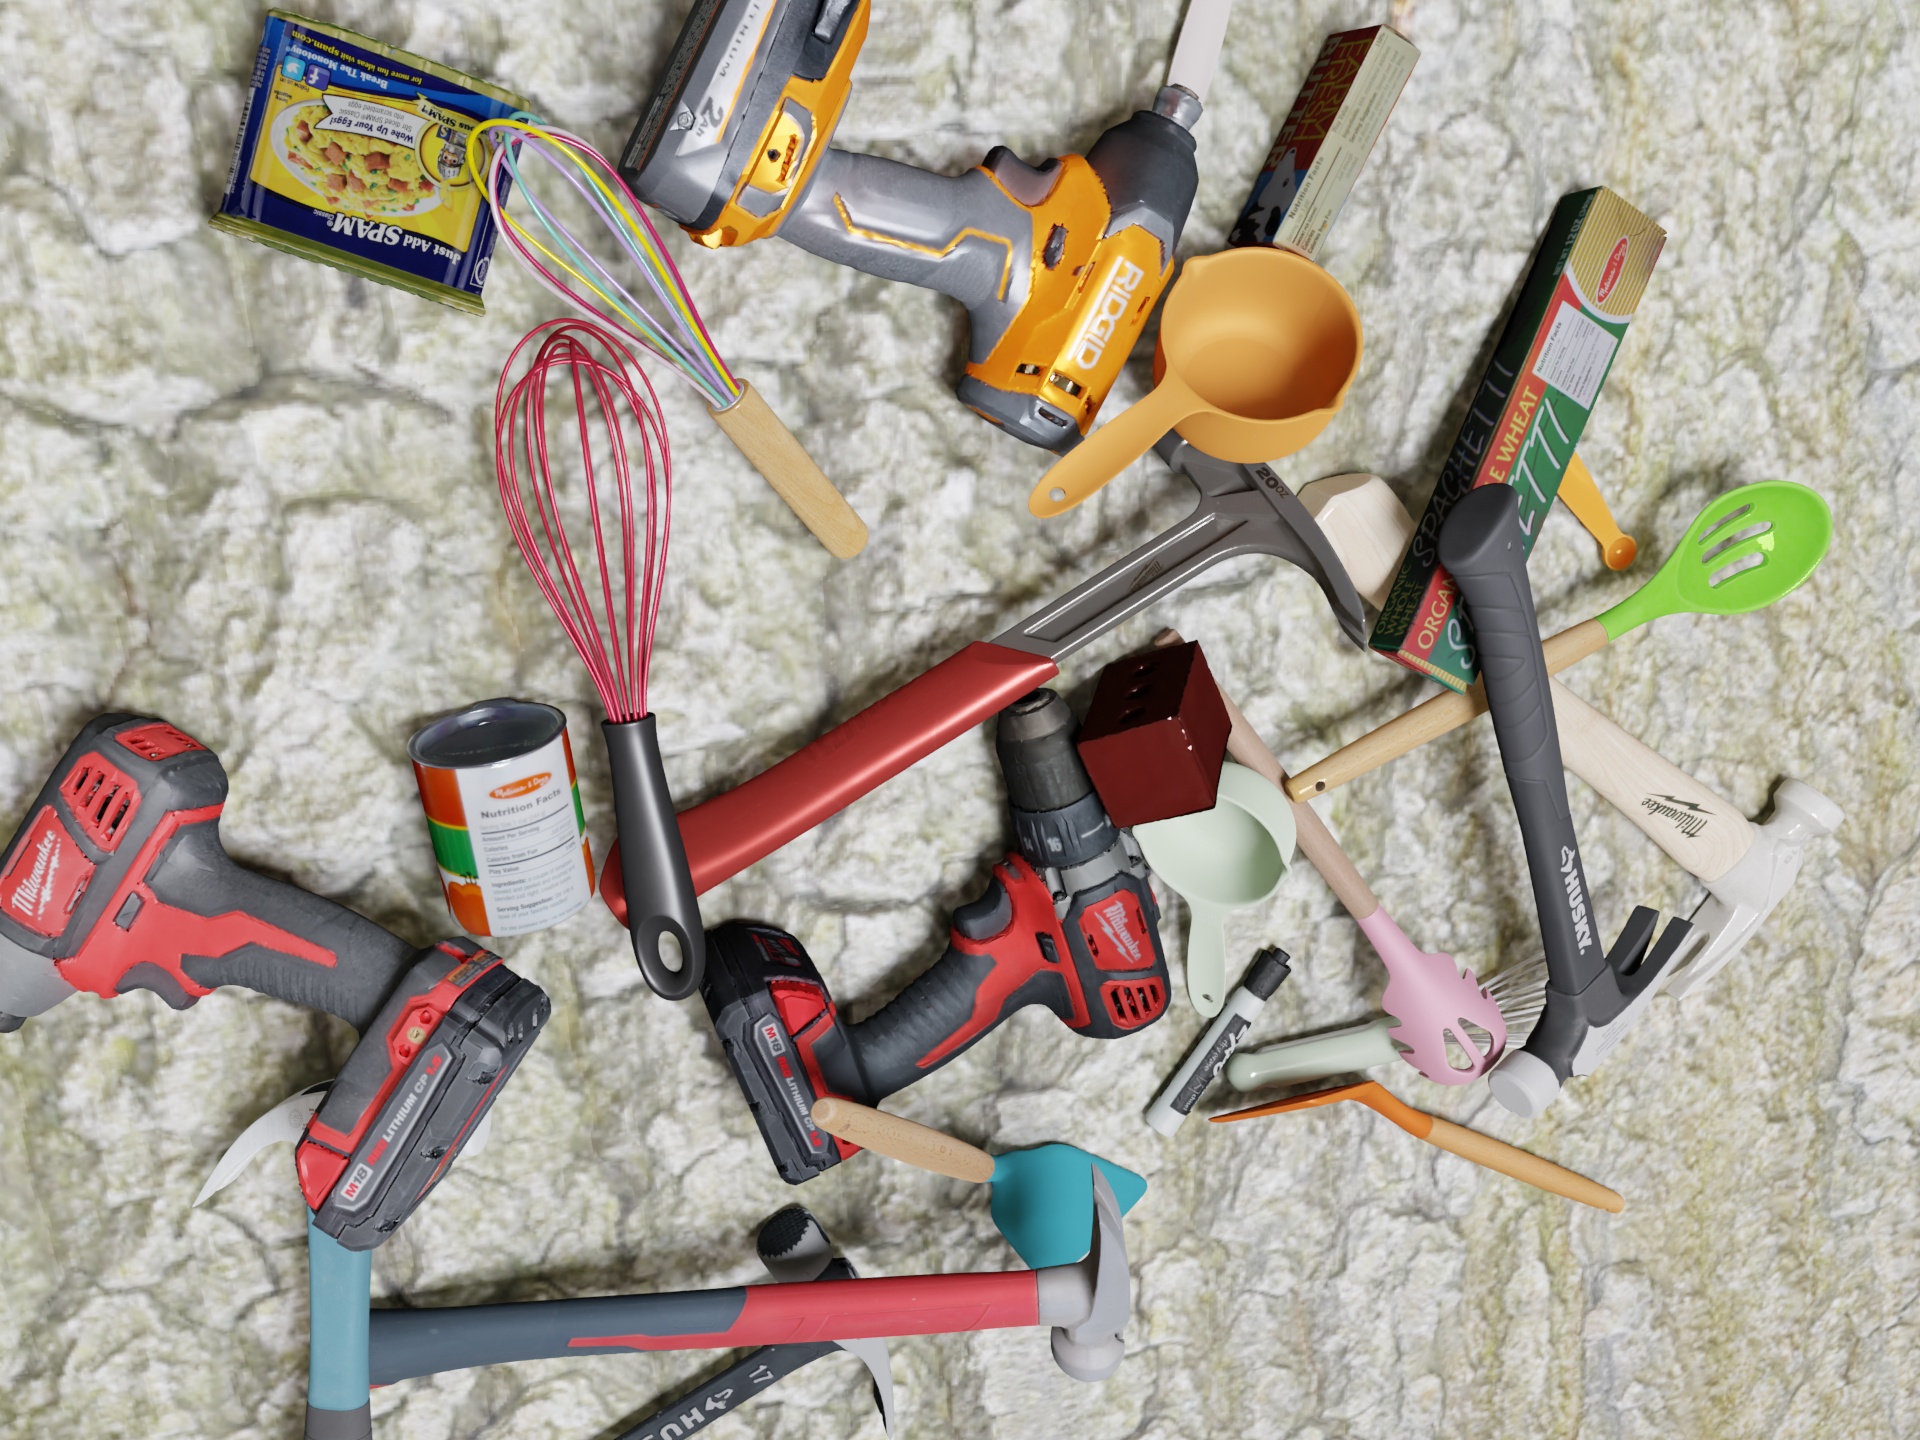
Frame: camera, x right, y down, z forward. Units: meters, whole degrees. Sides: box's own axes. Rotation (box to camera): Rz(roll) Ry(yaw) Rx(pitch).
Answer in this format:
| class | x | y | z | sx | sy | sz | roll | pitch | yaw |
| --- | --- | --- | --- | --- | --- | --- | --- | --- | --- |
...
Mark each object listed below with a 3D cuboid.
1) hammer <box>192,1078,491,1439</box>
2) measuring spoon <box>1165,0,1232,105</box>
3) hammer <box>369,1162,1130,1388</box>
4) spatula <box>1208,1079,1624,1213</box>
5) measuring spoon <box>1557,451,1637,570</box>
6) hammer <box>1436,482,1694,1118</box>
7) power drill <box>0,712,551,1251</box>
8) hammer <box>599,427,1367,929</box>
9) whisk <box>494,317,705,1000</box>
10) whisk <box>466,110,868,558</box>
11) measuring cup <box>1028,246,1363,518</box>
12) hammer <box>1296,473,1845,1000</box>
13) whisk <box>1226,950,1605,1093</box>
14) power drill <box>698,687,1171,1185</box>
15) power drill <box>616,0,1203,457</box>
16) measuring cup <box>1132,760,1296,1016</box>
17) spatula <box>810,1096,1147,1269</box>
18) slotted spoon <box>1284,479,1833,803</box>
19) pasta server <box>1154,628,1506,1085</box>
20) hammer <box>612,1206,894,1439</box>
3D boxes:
| class | x | y | z | sx | sy | sz | roll | pitch | yaw |
| --- | --- | --- | --- | --- | --- | --- | --- | --- | --- |
| hammer | -0.286 | 0.327 | 0.734 | 0.128 | 0.033 | 0.331 | 4 | 96 | 5 |
| measuring spoon | 0.108 | -0.319 | 0.701 | 0.034 | 0.018 | 0.124 | 7 | 113 | -20 |
| hammer | -0.113 | 0.277 | 0.759 | 0.386 | 0.038 | 0.143 | -4 | 131 | 0 |
| spatula | 0.287 | 0.254 | 0.935 | 0.322 | 0.081 | 0.041 | 25 | 58 | -27 |
| measuring spoon | 0.321 | -0.124 | 0.837 | 0.021 | 0.011 | 0.116 | -43 | 112 | 1 |
| hammer | 0.293 | 0.035 | 0.795 | 0.146 | 0.035 | 0.334 | -35 | 120 | -24 |
| power drill | -0.296 | 0.111 | 0.656 | 0.219 | 0.078 | 0.143 | 34 | 95 | -2 |
| hammer | -0.001 | -0.002 | 0.723 | 0.359 | 0.149 | 0.036 | -32 | 151 | 1 |
| whisk | -0.144 | -0.019 | 0.674 | 0.073 | 0.073 | 0.295 | -11 | 103 | -14 |
| whisk | -0.110 | -0.147 | 0.647 | 0.047 | 0.051 | 0.244 | -27 | 136 | 15 |
| measuring cup | 0.096 | -0.132 | 0.696 | 0.173 | 0.052 | 0.095 | -38 | 76 | -11 |
| hammer | 0.319 | 0.007 | 0.866 | 0.410 | 0.038 | 0.146 | 34 | 97 | -24 |
| whisk | 0.267 | 0.176 | 0.906 | 0.246 | 0.057 | 0.059 | -10 | 77 | -11 |
| power drill | -0.014 | 0.102 | 0.772 | 0.226 | 0.080 | 0.187 | -23 | 114 | -12 |
| power drill | -0.007 | -0.229 | 0.659 | 0.226 | 0.084 | 0.164 | 24 | 99 | -28 |
| measuring cup | 0.135 | 0.089 | 0.833 | 0.083 | 0.038 | 0.167 | 14 | 133 | 22 |
| spatula | 0.009 | 0.224 | 0.784 | 0.082 | 0.044 | 0.317 | -44 | 148 | 1 |
| slotted spoon | 0.303 | -0.036 | 0.811 | 0.314 | 0.031 | 0.070 | -27 | 113 | -5 |
| pasta server | 0.195 | 0.077 | 0.834 | 0.060 | 0.040 | 0.316 | -38 | 103 | 2 |
| hammer | -0.220 | 0.417 | 0.837 | 0.409 | 0.036 | 0.149 | -31 | 116 | -5 |
